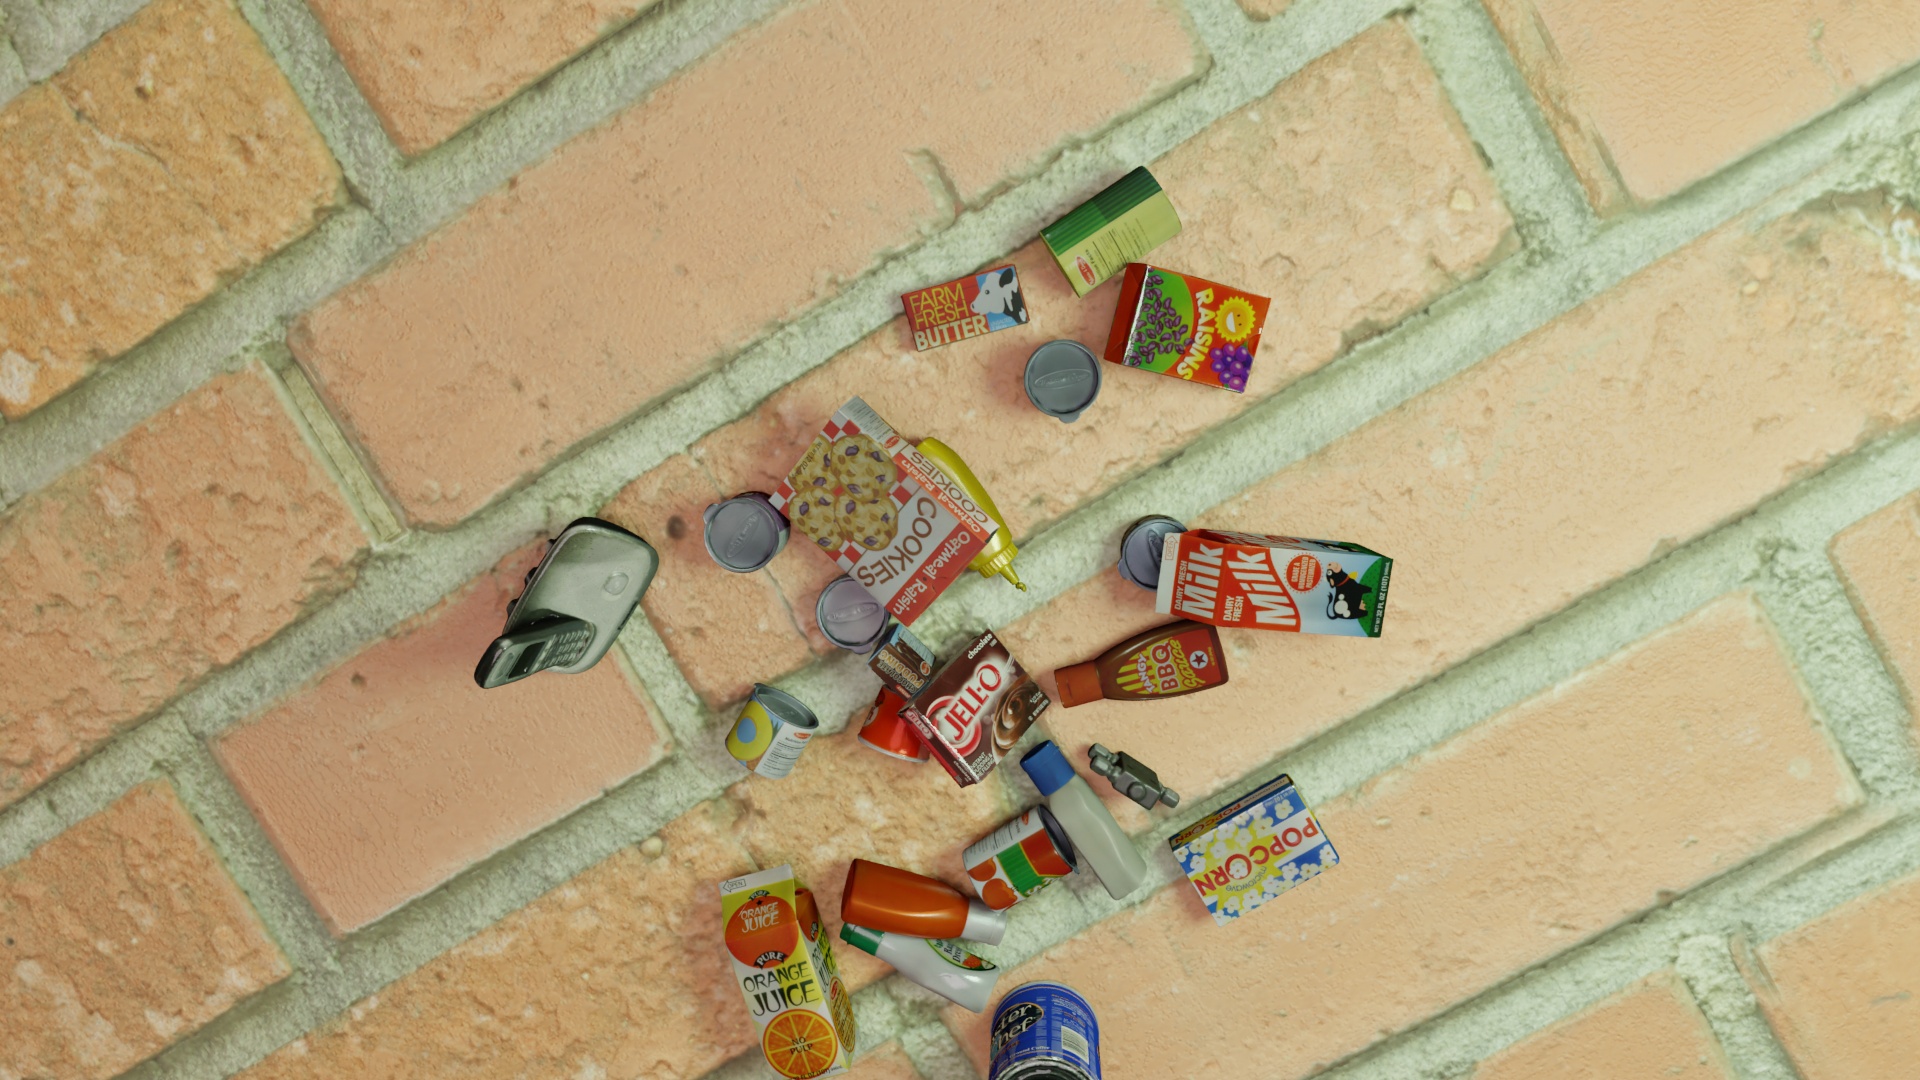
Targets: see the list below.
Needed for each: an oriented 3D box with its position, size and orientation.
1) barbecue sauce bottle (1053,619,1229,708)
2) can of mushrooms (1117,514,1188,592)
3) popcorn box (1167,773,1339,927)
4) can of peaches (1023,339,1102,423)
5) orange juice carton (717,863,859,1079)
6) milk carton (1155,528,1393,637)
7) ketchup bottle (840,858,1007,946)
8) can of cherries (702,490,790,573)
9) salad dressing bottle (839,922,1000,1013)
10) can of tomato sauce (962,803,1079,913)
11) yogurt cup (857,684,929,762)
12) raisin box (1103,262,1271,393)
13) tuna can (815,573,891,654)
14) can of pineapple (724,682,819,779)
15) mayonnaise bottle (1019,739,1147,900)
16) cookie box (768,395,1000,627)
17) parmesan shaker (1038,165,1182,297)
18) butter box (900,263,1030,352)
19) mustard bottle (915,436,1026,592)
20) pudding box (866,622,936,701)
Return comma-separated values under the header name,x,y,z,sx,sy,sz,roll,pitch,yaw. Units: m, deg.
name,x,y,z,sx,sy,sz,roll,pitch,yaw
barbecue sauce bottle,0.159,0.114,1.232,0.148,0.044,0.064,-15,98,6
can of mushrooms,0.172,0.012,1.222,0.071,0.033,0.071,0,99,3
popcorn box,0.264,0.279,1.252,0.126,0.038,0.085,-31,96,7
can of peaches,0.088,-0.138,1.193,0.071,0.058,0.071,0,99,3
orange juice carton,-0.159,0.393,1.275,0.072,0.073,0.192,-17,96,6
milk carton,0.260,0.034,1.180,0.191,0.073,0.072,4,100,-11
ketchup bottle,-0.032,0.335,1.267,0.149,0.065,0.043,16,117,-7
can of cherries,-0.189,-0.011,1.227,0.071,0.058,0.071,1,99,4
salad dressing bottle,-0.038,0.381,1.275,0.148,0.064,0.044,24,91,7
can of tomato sauce,0.054,0.289,1.251,0.083,0.071,0.071,-32,95,8
yogurt cup,-0.052,0.162,1.242,0.072,0.072,0.054,19,91,0
raisin box,0.191,-0.178,1.168,0.123,0.040,0.086,10,99,-23
tuna can,-0.094,0.065,1.245,0.071,0.033,0.071,0,98,3
can of pineapple,-0.171,0.172,1.249,0.071,0.071,0.057,32,99,-2
mayonnaise bottle,0.110,0.248,1.247,0.041,0.065,0.148,-36,91,12
cookie box,-0.067,-0.022,1.189,0.167,0.040,0.122,43,124,1
parmesan shaker,0.127,-0.259,1.171,0.103,0.071,0.071,-32,95,7
butter box,0.004,-0.201,1.206,0.103,0.024,0.053,-14,98,5
mustard bottle,0.004,-0.015,1.220,0.065,0.049,0.160,-38,95,17
pudding box,-0.051,0.106,1.222,0.049,0.084,0.030,44,99,-4
